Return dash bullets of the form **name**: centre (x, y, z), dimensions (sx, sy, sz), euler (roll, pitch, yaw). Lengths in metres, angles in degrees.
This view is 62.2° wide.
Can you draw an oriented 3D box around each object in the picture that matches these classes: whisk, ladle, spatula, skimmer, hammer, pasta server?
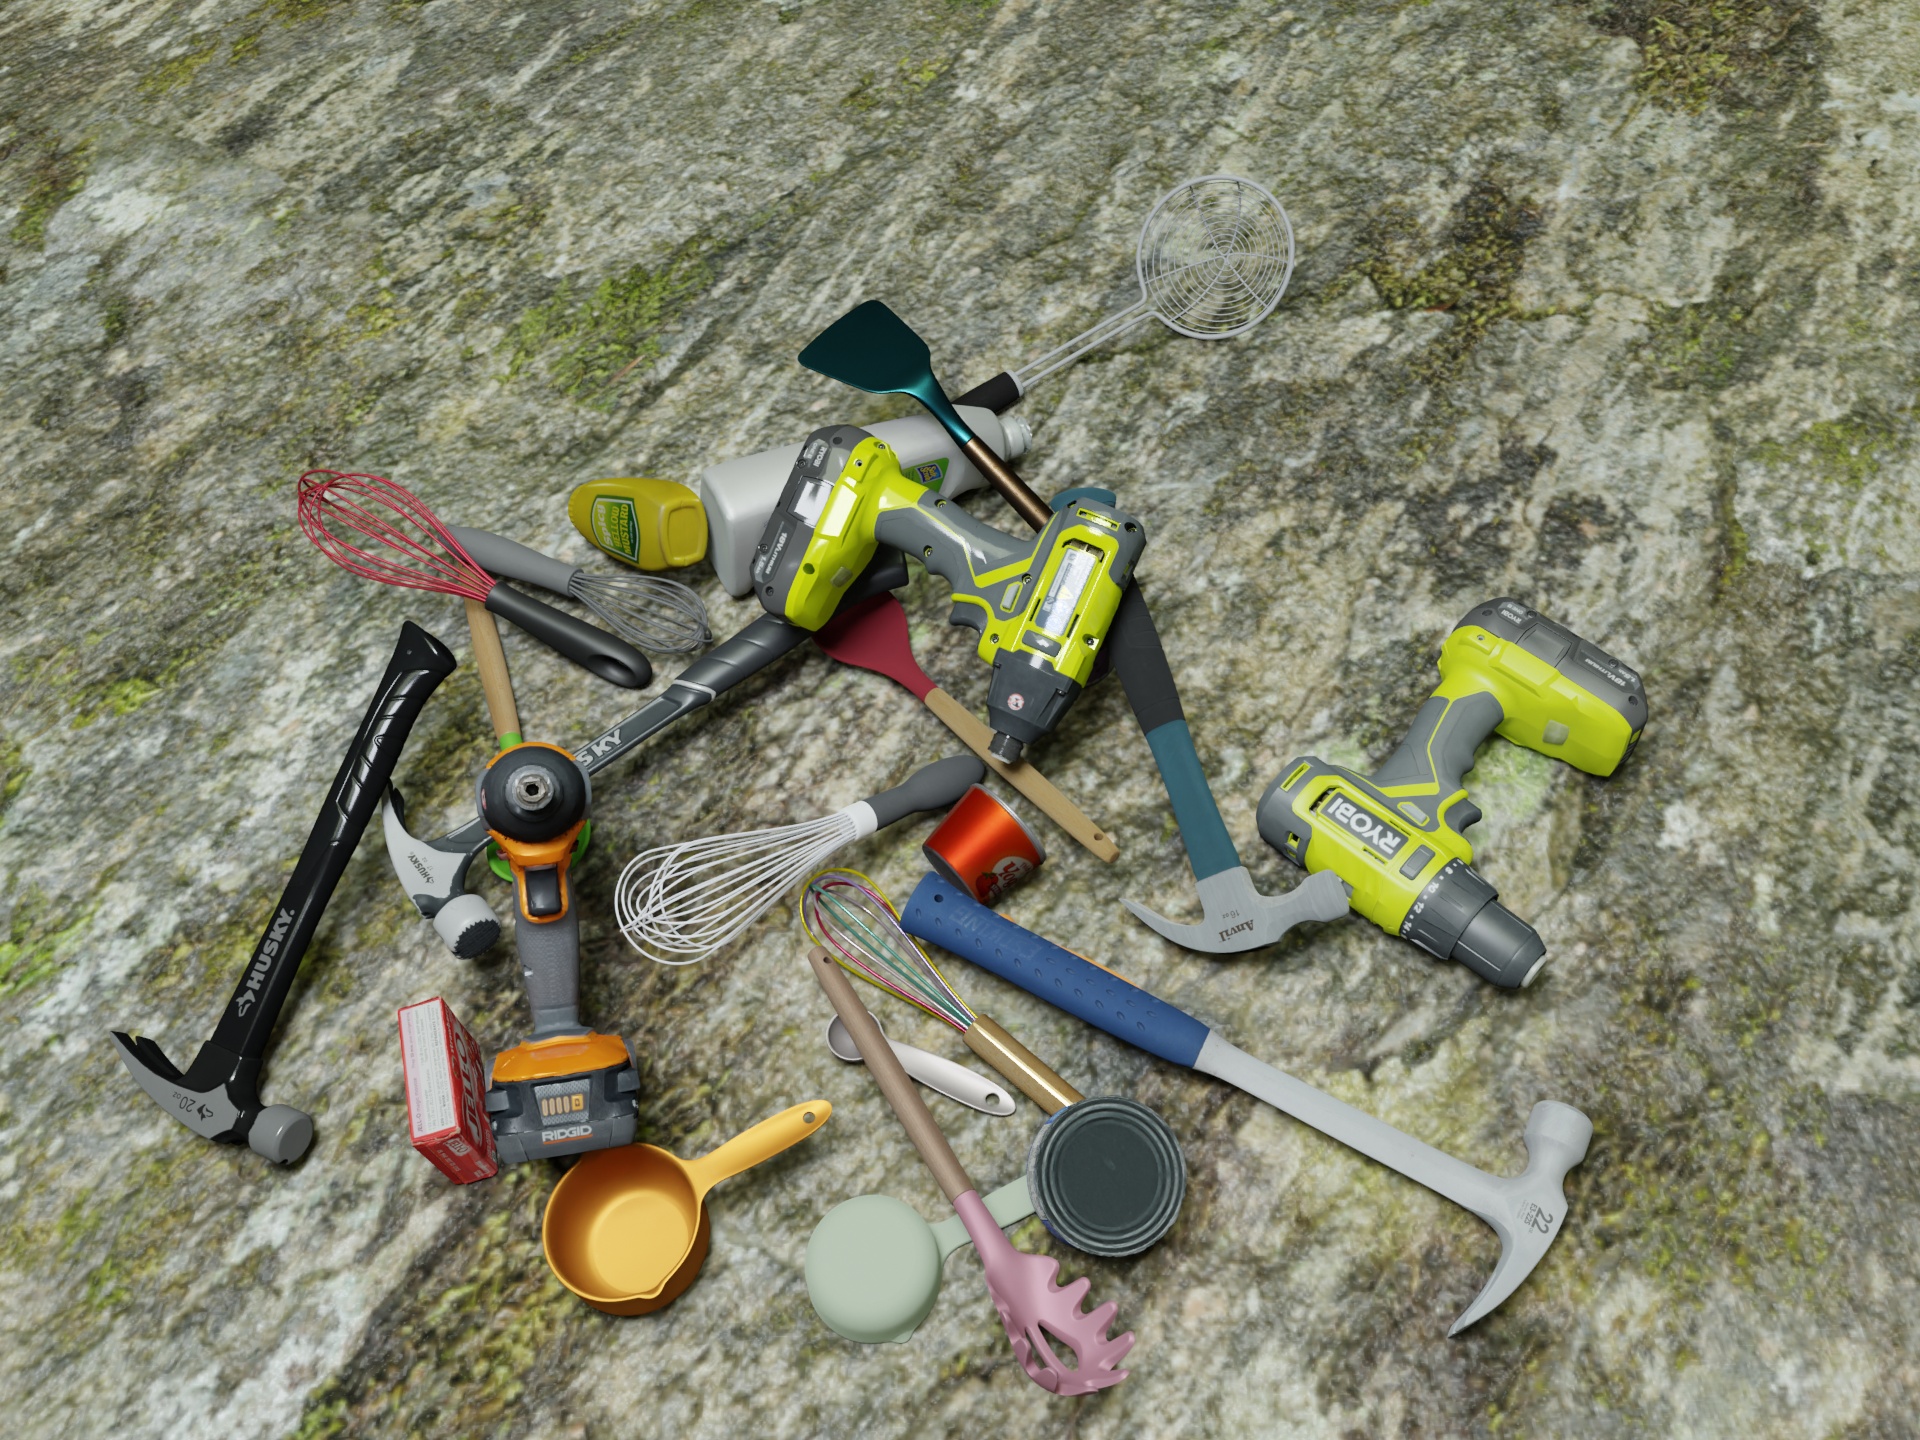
- **whisk**: centre (-0.284, -0.100, 1.158), dimensions (0.239, 0.055, 0.055), euler (20, 60, 16)
- **ladle**: centre (-0.002, -0.003, 1.071), dimensions (0.069, 0.031, 0.316), euler (-34, 54, -20)
- **spatula**: centre (0.022, -0.176, 1.135), dimensions (0.317, 0.044, 0.082), euler (46, 67, -2)
- **whisk**: centre (-0.089, 0.073, 0.984), dimensions (0.284, 0.070, 0.070), euler (-23, 54, -39)
- **whisk**: centre (-0.350, -0.099, 1.138), dimensions (0.296, 0.073, 0.073), euler (28, 61, 4)
- **skimmer**: centre (0.098, -0.303, 1.248), dimensions (0.363, 0.090, 0.127), euler (-33, 91, -14)
- **hammer**: centre (0.128, -0.007, 1.016), dimensions (0.128, 0.033, 0.331), euler (-26, 68, 20)
- **whisk**: centre (-0.006, 0.169, 0.965), dimensions (0.245, 0.051, 0.047), euler (37, 60, 22)
- **pasta server**: centre (-0.009, 0.240, 0.888), dimensions (0.060, 0.040, 0.317), euler (-8, 45, -34)
- **hammer**: centre (0.147, 0.199, 0.917), dimensions (0.405, 0.035, 0.144), euler (26, 62, 14)
- **hammer**: centre (-0.198, -0.011, 1.069), dimensions (0.409, 0.036, 0.149), euler (-36, 56, -19)
- **hammer**: centre (-0.405, 0.092, 0.994), dimensions (0.146, 0.035, 0.335), euler (15, 75, 21)

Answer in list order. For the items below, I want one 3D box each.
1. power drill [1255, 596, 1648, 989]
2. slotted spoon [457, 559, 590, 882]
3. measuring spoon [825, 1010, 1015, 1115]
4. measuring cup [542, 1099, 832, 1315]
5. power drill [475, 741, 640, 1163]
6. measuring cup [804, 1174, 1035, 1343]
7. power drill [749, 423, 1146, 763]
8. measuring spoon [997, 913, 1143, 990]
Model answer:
- **power drill**: centre (0.327, 0.045, 1.004), dimensions (0.191, 0.080, 0.228), euler (37, 69, 26)
- **slotted spoon**: centre (-0.319, -0.007, 1.117), dimensions (0.070, 0.031, 0.314), euler (-19, 55, -9)
- **measuring spoon**: centre (-0.024, 0.210, 0.957), dimensions (0.124, 0.018, 0.034), euler (23, 58, 11)
- **measuring cup**: centre (-0.148, 0.269, 0.902), dimensions (0.173, 0.052, 0.095), euler (-26, 58, -15)
- **power drill**: centre (-0.232, 0.125, 0.893), dimensions (0.084, 0.164, 0.226), euler (-6, 85, -15)
- **measuring cup**: centre (-0.009, 0.283, 0.888), dimensions (0.167, 0.038, 0.083), euler (-24, 58, -10)
- **power drill**: centre (-0.014, -0.086, 1.025), dimensions (0.223, 0.080, 0.171), euler (24, 89, 15)
- **measuring spoon**: centre (0.067, 0.150, 0.989), dimensions (0.117, 0.011, 0.021), euler (26, 62, 20)
